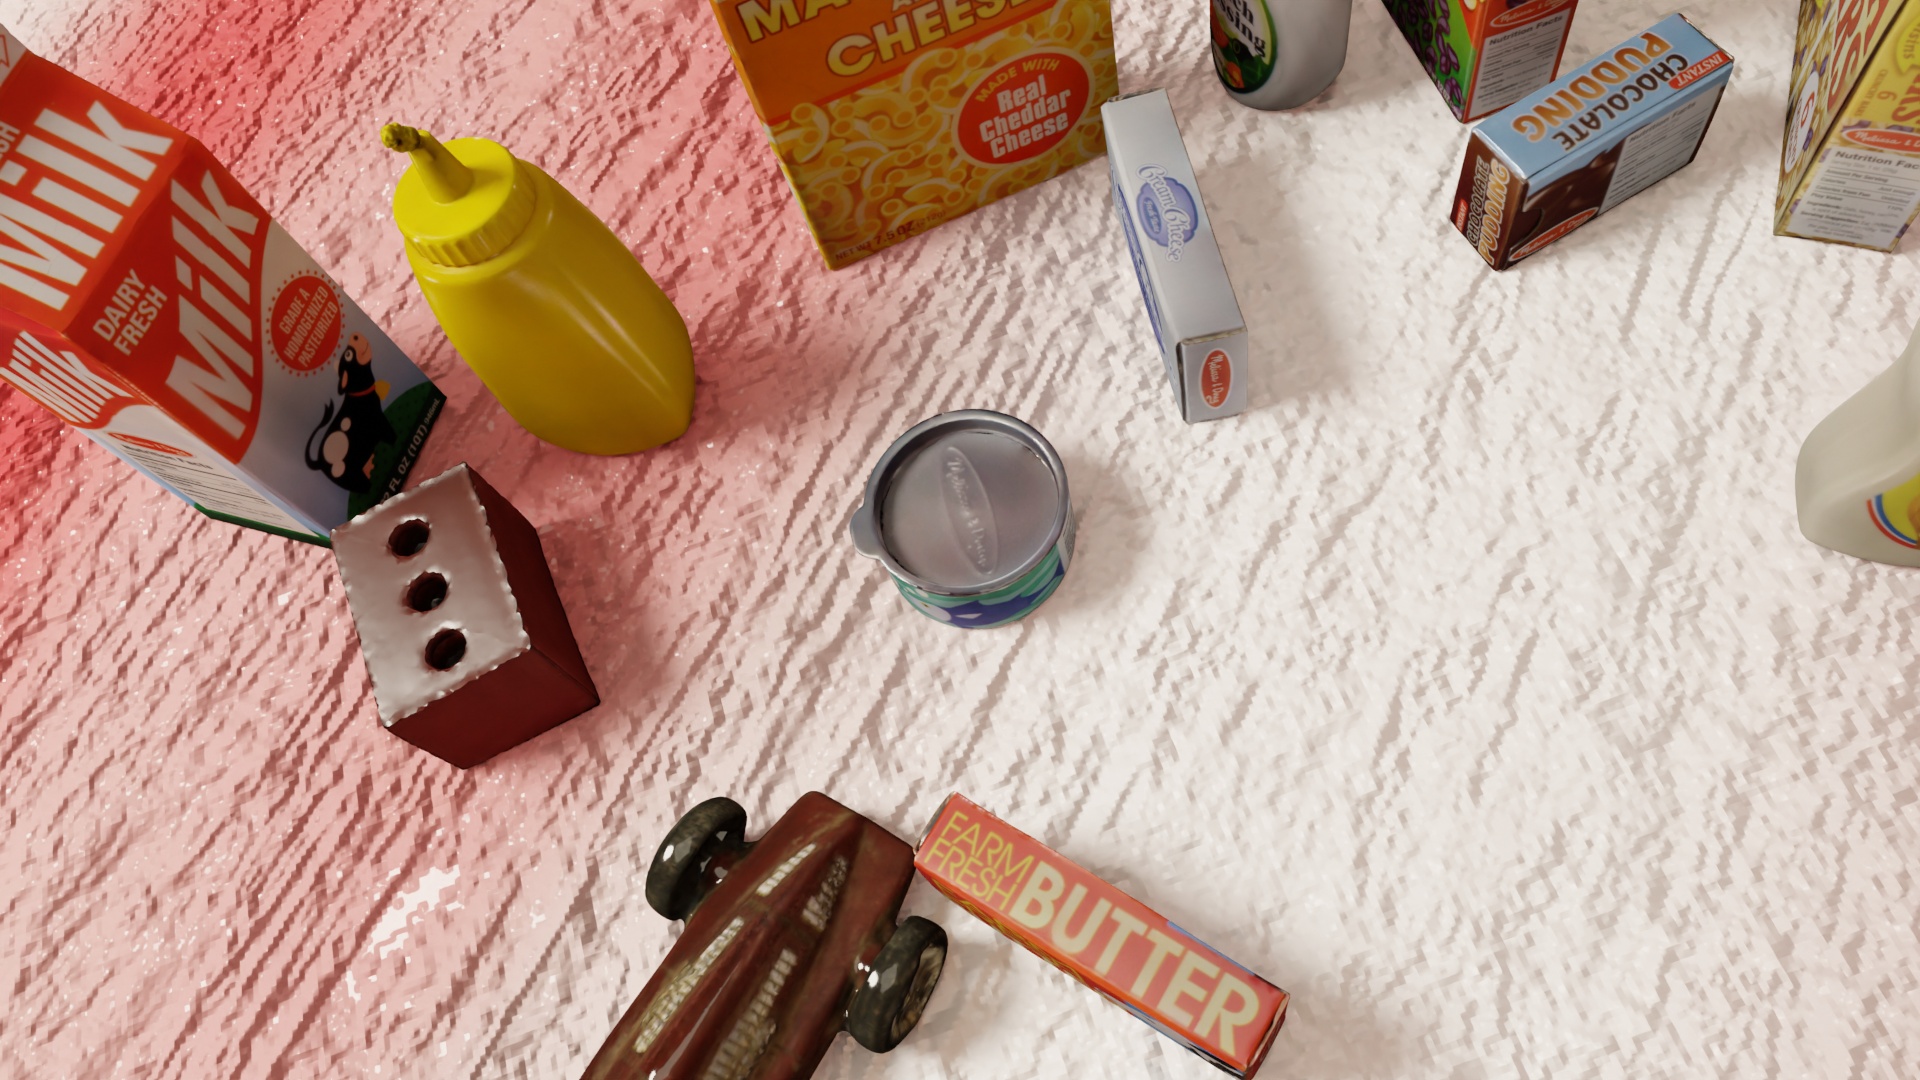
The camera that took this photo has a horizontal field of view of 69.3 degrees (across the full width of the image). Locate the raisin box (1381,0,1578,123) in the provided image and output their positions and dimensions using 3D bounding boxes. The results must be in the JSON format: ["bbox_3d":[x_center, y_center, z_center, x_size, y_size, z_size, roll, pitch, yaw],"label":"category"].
[{"bbox_3d":[0.175,-0.217,0.469,0.040,0.123,0.086,-19,64,2],"label":"raisin box"}]

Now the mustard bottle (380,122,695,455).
[{"bbox_3d":[-0.135,-0.082,0.442,0.065,0.159,0.049,-8,65,7],"label":"mustard bottle"}]

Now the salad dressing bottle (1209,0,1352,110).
[{"bbox_3d":[0.108,-0.210,0.464,0.044,0.147,0.064,-22,64,0],"label":"salad dressing bottle"}]

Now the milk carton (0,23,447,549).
[{"bbox_3d":[-0.254,-0.071,0.442,0.073,0.190,0.072,12,69,16],"label":"milk carton"}]

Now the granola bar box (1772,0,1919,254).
[{"bbox_3d":[0.302,-0.195,0.434,0.039,0.123,0.166,13,68,16],"label":"granola bar box"}]

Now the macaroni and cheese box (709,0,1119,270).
[{"bbox_3d":[-0.014,-0.174,0.459,0.124,0.166,0.040,-24,64,-1],"label":"macaroni and cheese box"}]

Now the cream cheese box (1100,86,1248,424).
[{"bbox_3d":[0.072,-0.096,0.470,0.024,0.053,0.104,-14,64,4],"label":"cream cheese box"}]

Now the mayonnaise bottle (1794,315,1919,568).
[{"bbox_3d":[0.270,-0.039,0.353,0.065,0.147,0.041,7,67,14],"label":"mayonnaise bottle"}]

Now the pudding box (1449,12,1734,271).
[{"bbox_3d":[0.209,-0.132,0.463,0.084,0.049,0.030,-30,64,-4],"label":"pudding box"}]

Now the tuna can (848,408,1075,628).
[{"bbox_3d":[0.002,-0.006,0.452,0.071,0.032,0.071,-4,65,9],"label":"tuna can"}]

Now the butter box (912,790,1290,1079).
[{"bbox_3d":[0.038,0.109,0.380,0.103,0.053,0.024,28,73,21],"label":"butter box"}]
